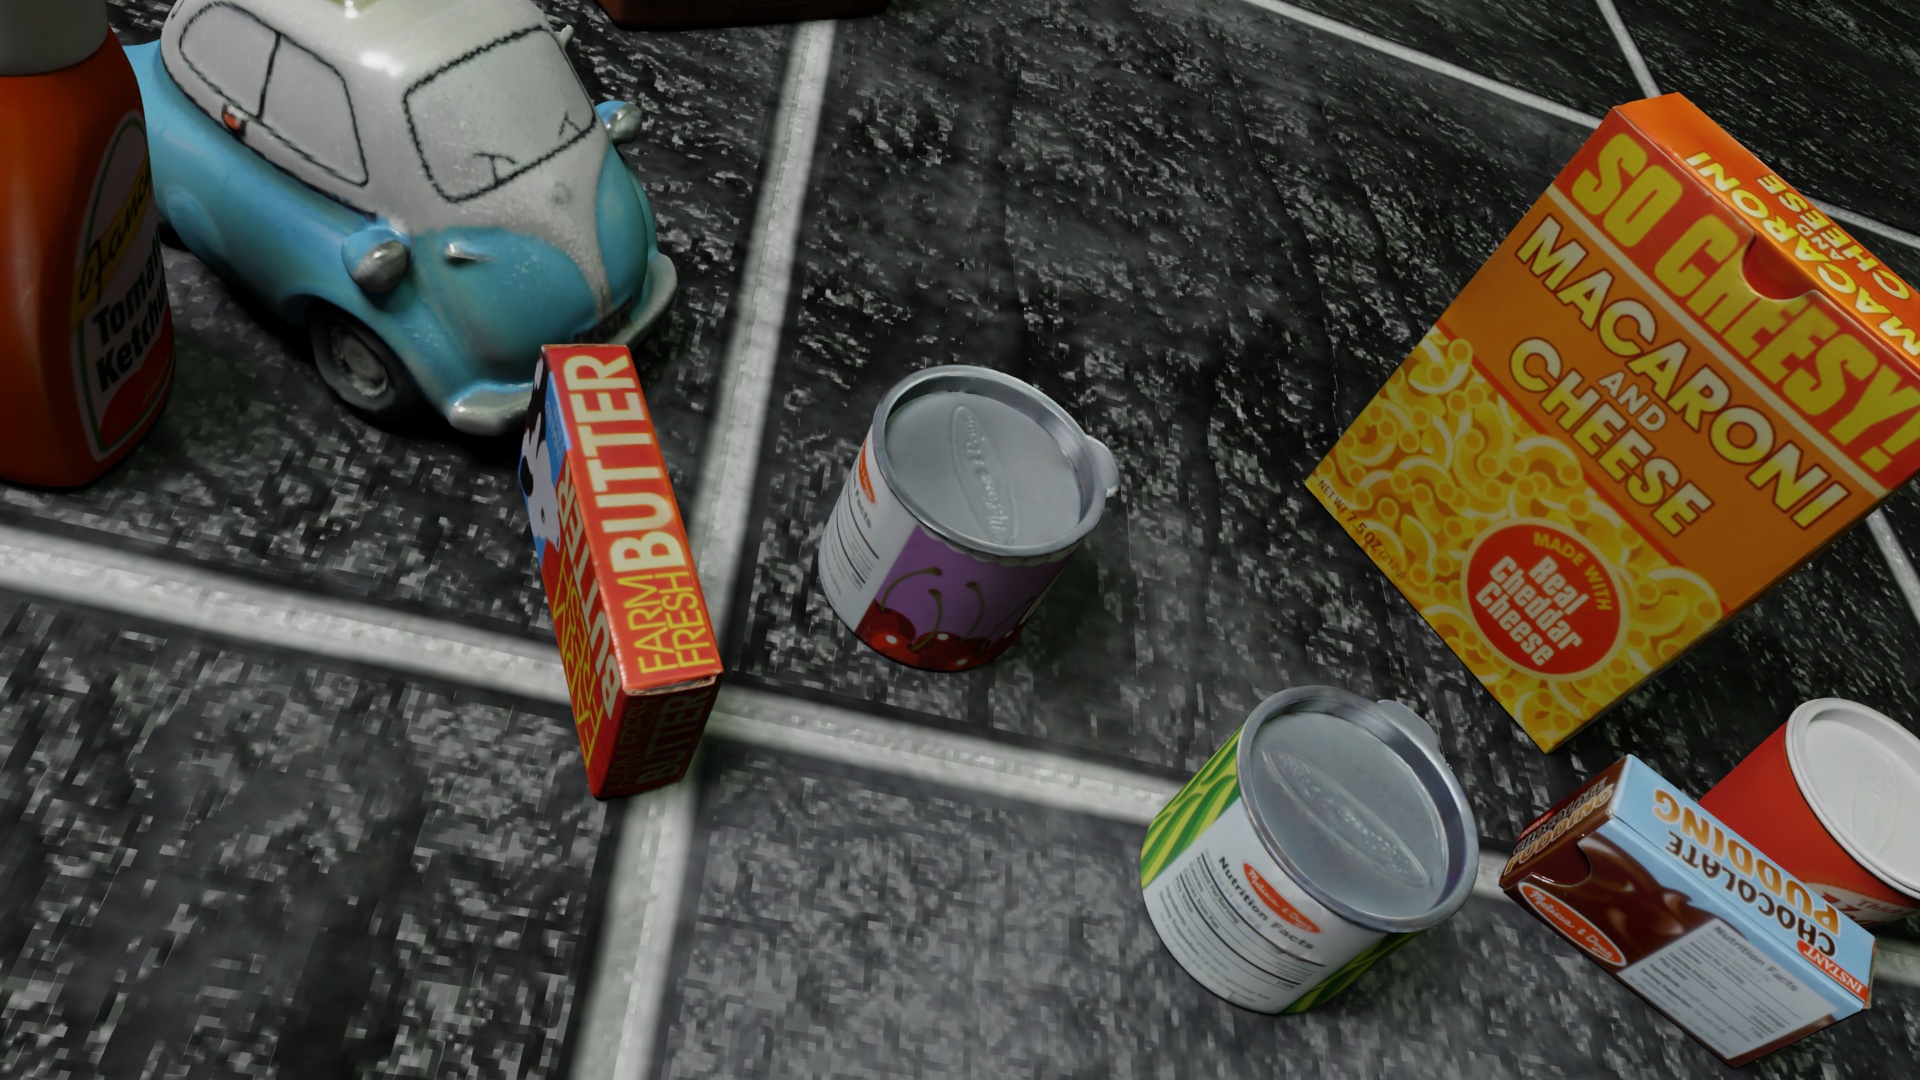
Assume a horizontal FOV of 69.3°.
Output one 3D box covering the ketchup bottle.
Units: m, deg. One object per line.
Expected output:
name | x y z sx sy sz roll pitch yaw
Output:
ketchup bottle | -0.200 -0.080 0.297 0.043 0.148 0.065 13 48 -14

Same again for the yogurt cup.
yogurt cup | 0.271 0.091 0.435 0.072 0.053 0.073 13 49 -15

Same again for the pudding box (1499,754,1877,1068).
pudding box | 0.206 0.106 0.396 0.084 0.049 0.030 38 47 8

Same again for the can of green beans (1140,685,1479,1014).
can of green beans | 0.088 0.080 0.358 0.071 0.057 0.071 13 49 -15

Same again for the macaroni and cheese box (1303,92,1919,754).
macaroni and cheese box | 0.197 -0.029 0.425 0.040 0.165 0.124 -21 64 -36

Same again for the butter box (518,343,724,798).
butter box | -0.086 0.006 0.343 0.024 0.052 0.104 -5 55 -28

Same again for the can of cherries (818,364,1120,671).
can of cherries | 0.001 -0.005 0.389 0.071 0.058 0.072 13 49 -15
